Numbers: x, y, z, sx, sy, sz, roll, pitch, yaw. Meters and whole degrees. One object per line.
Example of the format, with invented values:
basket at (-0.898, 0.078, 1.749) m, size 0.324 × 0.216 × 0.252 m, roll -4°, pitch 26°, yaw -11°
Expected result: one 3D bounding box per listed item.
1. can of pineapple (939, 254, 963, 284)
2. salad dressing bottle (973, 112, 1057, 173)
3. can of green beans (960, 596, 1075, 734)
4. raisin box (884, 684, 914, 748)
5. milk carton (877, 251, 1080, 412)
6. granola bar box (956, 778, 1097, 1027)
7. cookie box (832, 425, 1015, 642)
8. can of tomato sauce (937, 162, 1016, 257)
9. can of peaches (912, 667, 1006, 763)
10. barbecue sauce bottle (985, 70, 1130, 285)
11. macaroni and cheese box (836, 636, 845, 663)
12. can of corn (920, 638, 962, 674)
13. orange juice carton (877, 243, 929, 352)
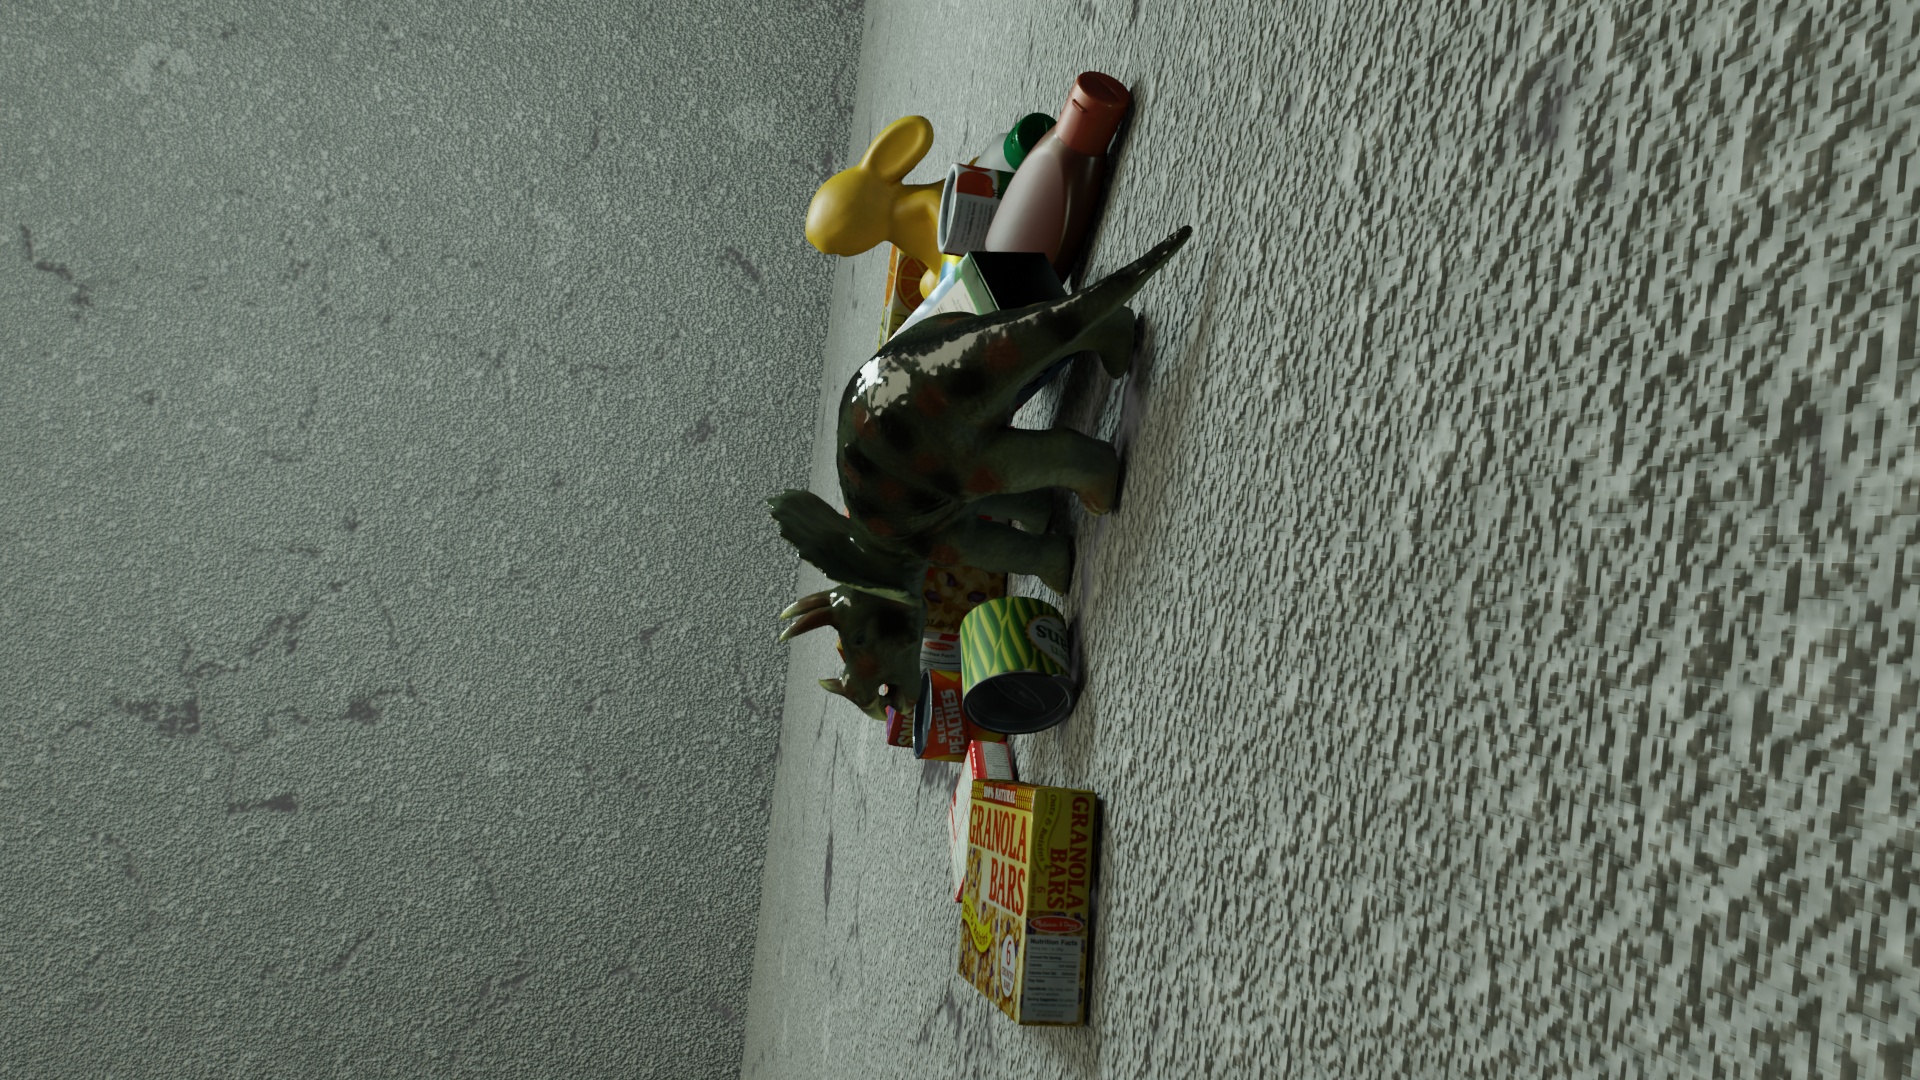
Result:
can of pineapple at (0.016, -0.205, 1.103) m, size 0.071 × 0.071 × 0.058 m, roll 157°, pitch 119°, yaw -78°
salad dressing bottle at (0.042, -0.295, 1.087) m, size 0.147 × 0.044 × 0.064 m, roll 178°, pitch 101°, yaw -78°
can of green beans at (0.033, 0.075, 0.838) m, size 0.071 × 0.071 × 0.058 m, roll 109°, pitch 165°, yaw -47°
raisin box at (-0.045, 0.120, 1.291) m, size 0.124 × 0.040 × 0.085 m, roll -97°, pitch 18°, yaw -55°
milk carton at (-0.007, -0.108, 0.931) m, size 0.189 × 0.072 × 0.073 m, roll -41°, pitch 67°, yaw 43°
granola bar box at (0.037, 0.205, 0.812) m, size 0.165 × 0.039 × 0.124 m, roll 145°, pitch 130°, yaw -76°
cookie box at (-0.026, -0.012, 1.048) m, size 0.040 × 0.123 × 0.168 m, roll 138°, pitch 138°, yaw -72°
can of tomato sauce at (0.030, -0.234, 1.002) m, size 0.071 × 0.083 × 0.071 m, roll -171°, pitch 88°, yaw -79°
can of peaches at (0.000, 0.128, 1.001) m, size 0.071 × 0.058 × 0.071 m, roll -171°, pitch 88°, yaw -79°
barbecue sauce bottle at (0.065, -0.232, 0.902) m, size 0.065 × 0.044 × 0.147 m, roll 50°, pitch 141°, yaw 20°
macaroni and cheese box at (-0.076, 0.039, 1.362) m, size 0.123 × 0.040 × 0.167 m, roll 98°, pitch -171°, yaw -77°
can of corn at (-0.020, 0.092, 1.108) m, size 0.071 × 0.071 × 0.058 m, roll -121°, pitch 39°, yaw -73°
orange juice carton at (-0.042, -0.206, 1.390) m, size 0.072 × 0.073 × 0.192 m, roll -120°, pitch 38°, yaw -72°
